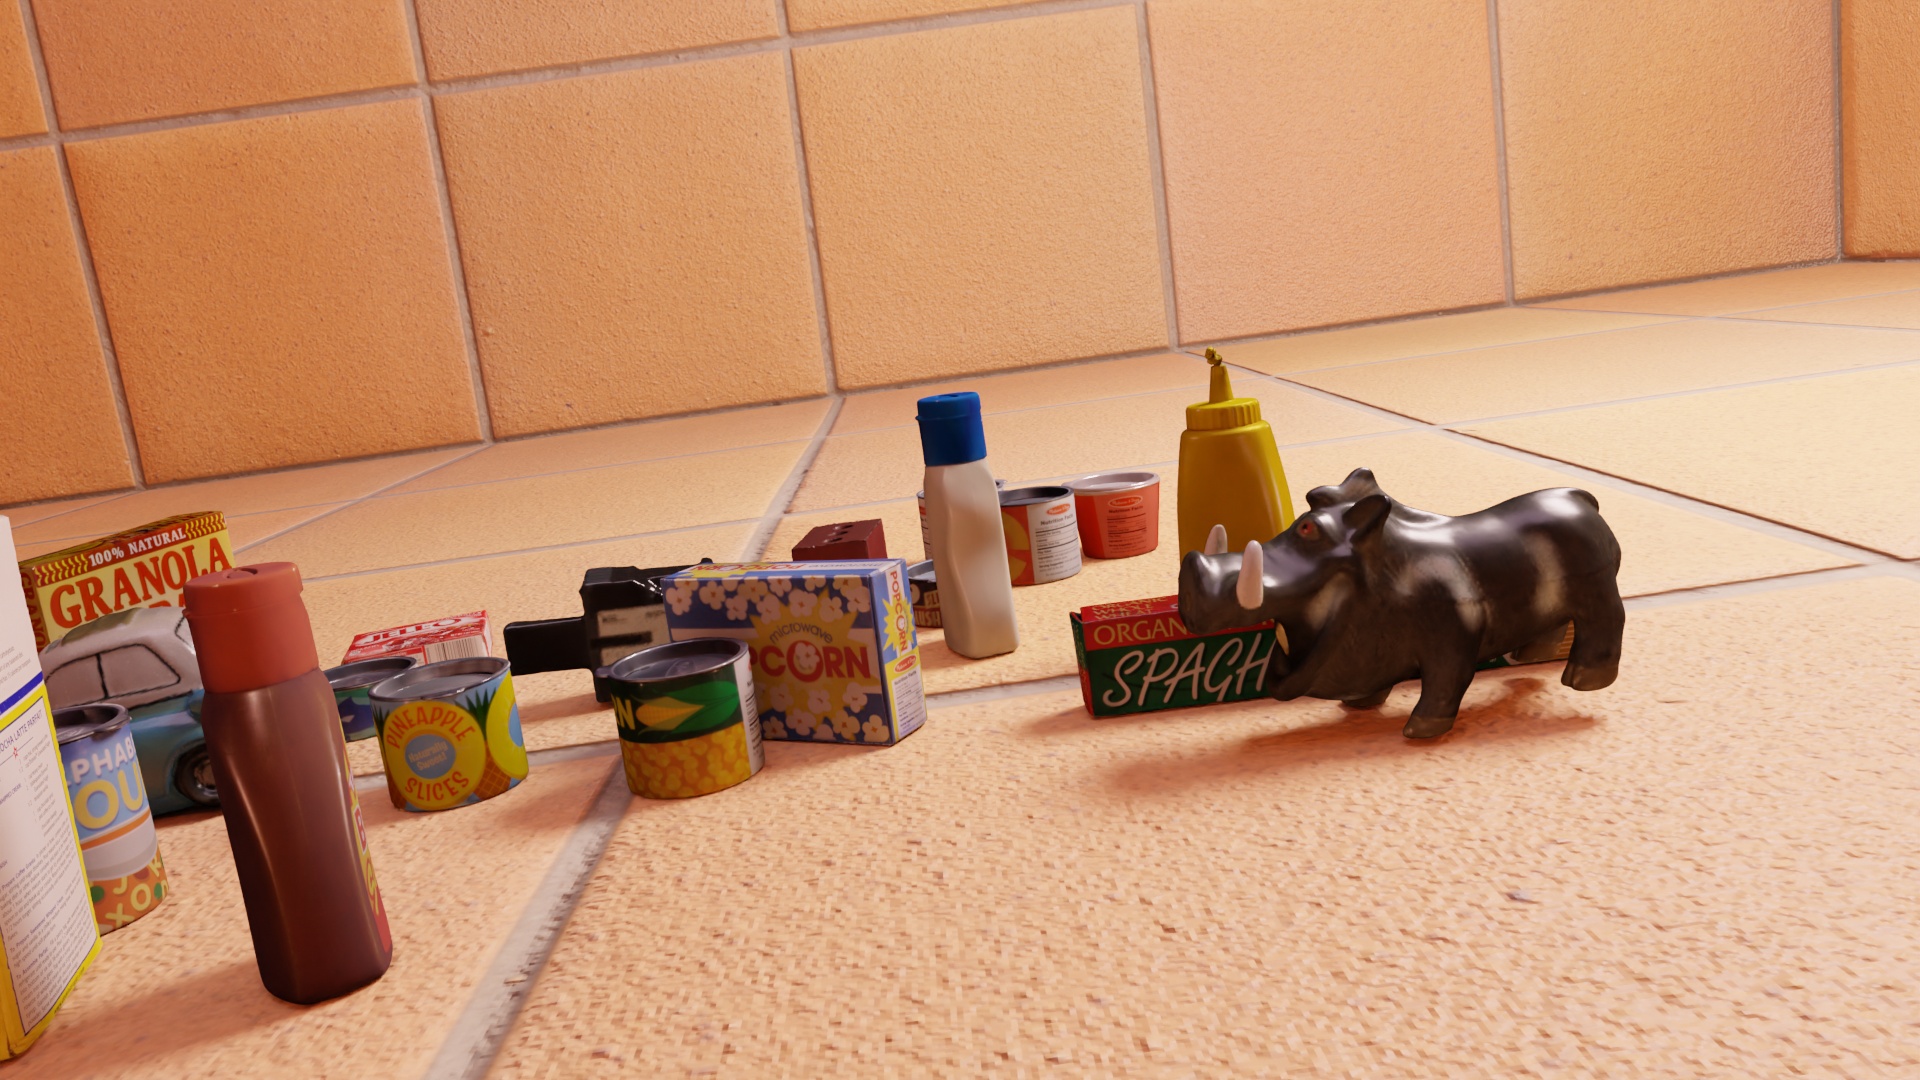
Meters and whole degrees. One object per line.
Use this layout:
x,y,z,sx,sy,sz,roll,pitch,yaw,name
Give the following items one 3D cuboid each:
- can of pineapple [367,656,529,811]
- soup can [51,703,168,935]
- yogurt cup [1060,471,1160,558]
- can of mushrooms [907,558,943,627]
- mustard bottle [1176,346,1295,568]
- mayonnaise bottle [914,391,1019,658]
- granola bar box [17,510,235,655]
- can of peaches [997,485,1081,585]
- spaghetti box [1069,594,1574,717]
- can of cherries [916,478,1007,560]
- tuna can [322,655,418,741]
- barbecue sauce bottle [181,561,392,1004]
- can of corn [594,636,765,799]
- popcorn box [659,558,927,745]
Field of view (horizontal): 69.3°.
-0.249,0.094,0.677,0.071,0.057,0.071,-7,11,2,can of pineapple
-0.370,0.117,0.574,0.071,0.083,0.071,-7,11,2,soup can
0.114,-0.019,1.011,0.072,0.053,0.072,-7,11,2,yogurt cup
-0.005,0.032,0.888,0.071,0.033,0.071,-7,11,2,can of mushrooms
0.147,-0.026,0.749,0.065,0.160,0.049,-4,11,20,mustard bottle
0.003,-0.010,0.798,0.041,0.147,0.065,-10,11,-15,mayonnaise bottle
-0.516,0.058,0.866,0.039,0.124,0.166,-6,11,9,granola bar box
0.048,-0.004,0.971,0.071,0.058,0.071,-7,11,2,can of peaches
0.180,0.043,0.664,0.250,0.050,0.029,-7,11,1,spaghetti box
0.006,-0.011,1.035,0.071,0.058,0.071,-7,11,2,can of cherries
-0.353,0.093,0.815,0.071,0.032,0.071,-7,11,2,tuna can
-0.238,0.083,0.489,0.044,0.148,0.065,-14,13,-32,barbecue sauce bottle
-0.131,0.083,0.652,0.071,0.058,0.071,-7,11,2,can of corn
-0.083,0.054,0.694,0.126,0.085,0.038,-2,12,27,popcorn box
